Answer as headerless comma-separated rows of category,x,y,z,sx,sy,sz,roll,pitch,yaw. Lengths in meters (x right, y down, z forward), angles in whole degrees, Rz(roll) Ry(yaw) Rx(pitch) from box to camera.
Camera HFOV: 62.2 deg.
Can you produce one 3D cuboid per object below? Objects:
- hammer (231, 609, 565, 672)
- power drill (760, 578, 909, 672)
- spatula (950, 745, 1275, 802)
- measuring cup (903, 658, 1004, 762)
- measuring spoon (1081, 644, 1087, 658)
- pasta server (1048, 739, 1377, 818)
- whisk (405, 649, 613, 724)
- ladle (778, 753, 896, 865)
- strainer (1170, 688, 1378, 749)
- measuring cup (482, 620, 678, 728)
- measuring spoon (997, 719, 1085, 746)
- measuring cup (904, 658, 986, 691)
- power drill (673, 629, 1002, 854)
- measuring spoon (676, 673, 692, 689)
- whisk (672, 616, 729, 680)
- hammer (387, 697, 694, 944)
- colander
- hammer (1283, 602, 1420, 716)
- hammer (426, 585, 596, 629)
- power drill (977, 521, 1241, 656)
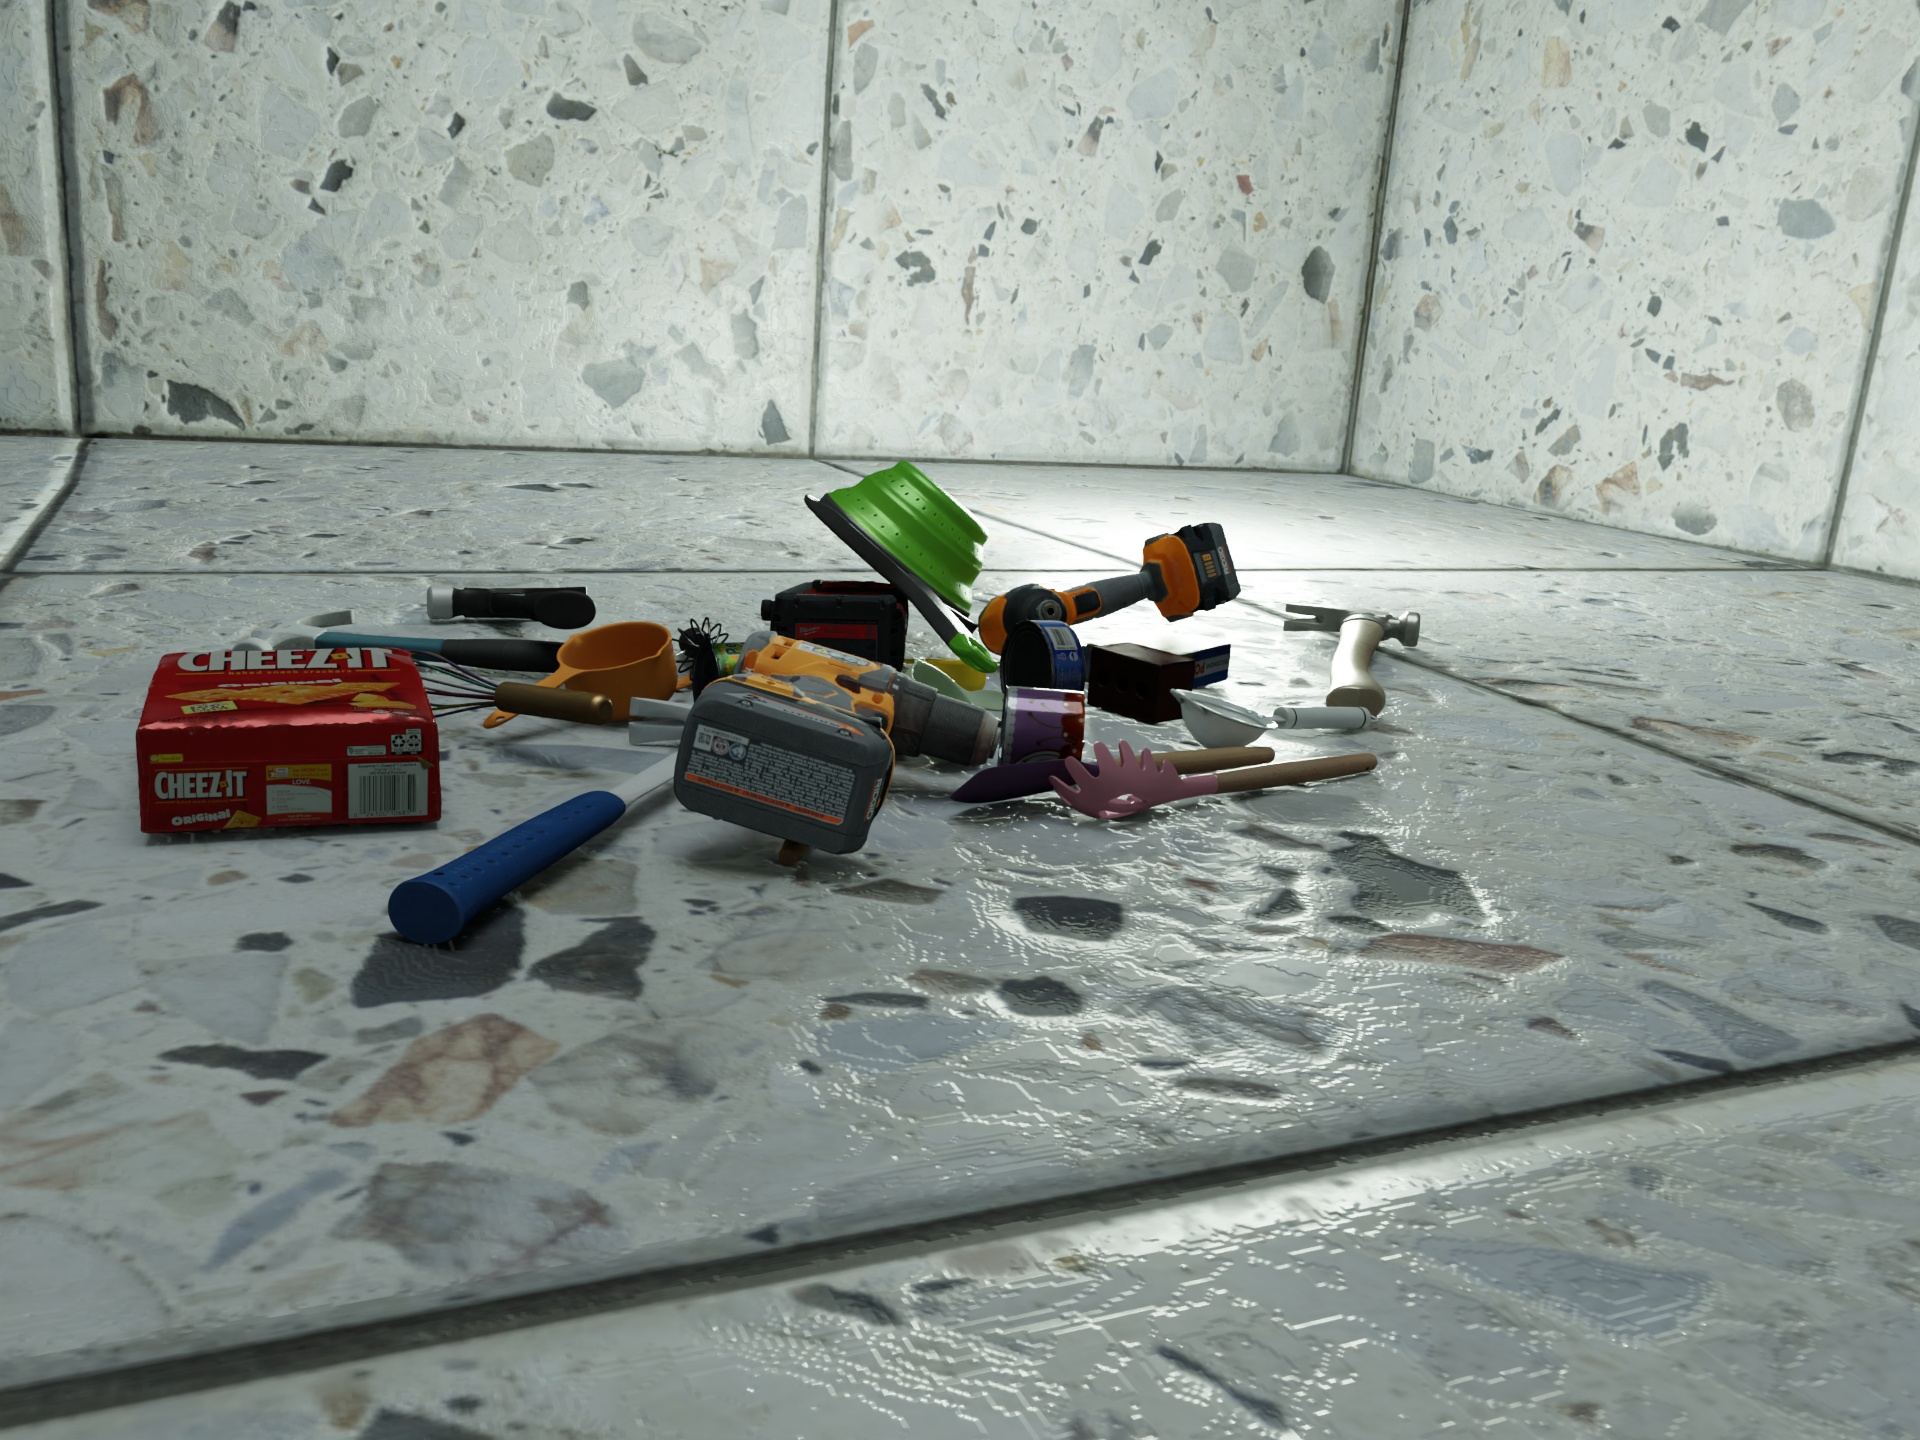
hammer,-0.418,-0.057,1.330,0.331,0.033,0.128,3,16,-4
power drill,-0.117,-0.089,1.459,0.143,0.078,0.220,1,12,-3
spatula,0.119,0.035,1.132,0.315,0.018,0.059,-4,-27,-40
measuring cup,-0.002,-0.004,1.211,0.083,0.038,0.167,52,19,14
measuring spoon,0.154,-0.068,1.550,0.128,0.021,0.042,-10,21,-41
pasta server,0.194,0.036,1.136,0.316,0.060,0.040,-5,57,-39
whisk,-0.336,-0.023,1.128,0.245,0.051,0.047,7,32,34
ladle,-0.078,0.037,1.078,0.069,0.031,0.315,25,18,1
strainer,0.258,0.000,1.292,0.258,0.050,0.087,0,20,-38
measuring cup,-0.286,-0.016,1.197,0.095,0.052,0.173,13,35,33
measuring spoon,0.056,0.015,1.235,0.034,0.018,0.124,-4,10,-27
measuring cup,-0.023,-0.041,1.414,0.062,0.029,0.156,-1,4,-21
power drill,-0.071,0.010,1.008,0.185,0.084,0.226,17,16,1
measuring spoon,-0.218,-0.039,1.368,0.021,0.011,0.117,-6,14,20
whisk,-0.224,-0.062,1.352,0.055,0.055,0.239,1,4,-13
hammer,-0.218,0.049,0.977,0.144,0.035,0.405,8,15,14
colander,-0.017,-0.147,1.429,0.204,0.094,0.397,37,7,-28
hammer,0.380,-0.064,1.576,0.146,0.038,0.411,7,15,15
hammer,-0.372,-0.101,1.401,0.146,0.035,0.335,-1,5,-26
power drill,0.138,-0.116,1.477,0.226,0.084,0.164,-17,2,-11
